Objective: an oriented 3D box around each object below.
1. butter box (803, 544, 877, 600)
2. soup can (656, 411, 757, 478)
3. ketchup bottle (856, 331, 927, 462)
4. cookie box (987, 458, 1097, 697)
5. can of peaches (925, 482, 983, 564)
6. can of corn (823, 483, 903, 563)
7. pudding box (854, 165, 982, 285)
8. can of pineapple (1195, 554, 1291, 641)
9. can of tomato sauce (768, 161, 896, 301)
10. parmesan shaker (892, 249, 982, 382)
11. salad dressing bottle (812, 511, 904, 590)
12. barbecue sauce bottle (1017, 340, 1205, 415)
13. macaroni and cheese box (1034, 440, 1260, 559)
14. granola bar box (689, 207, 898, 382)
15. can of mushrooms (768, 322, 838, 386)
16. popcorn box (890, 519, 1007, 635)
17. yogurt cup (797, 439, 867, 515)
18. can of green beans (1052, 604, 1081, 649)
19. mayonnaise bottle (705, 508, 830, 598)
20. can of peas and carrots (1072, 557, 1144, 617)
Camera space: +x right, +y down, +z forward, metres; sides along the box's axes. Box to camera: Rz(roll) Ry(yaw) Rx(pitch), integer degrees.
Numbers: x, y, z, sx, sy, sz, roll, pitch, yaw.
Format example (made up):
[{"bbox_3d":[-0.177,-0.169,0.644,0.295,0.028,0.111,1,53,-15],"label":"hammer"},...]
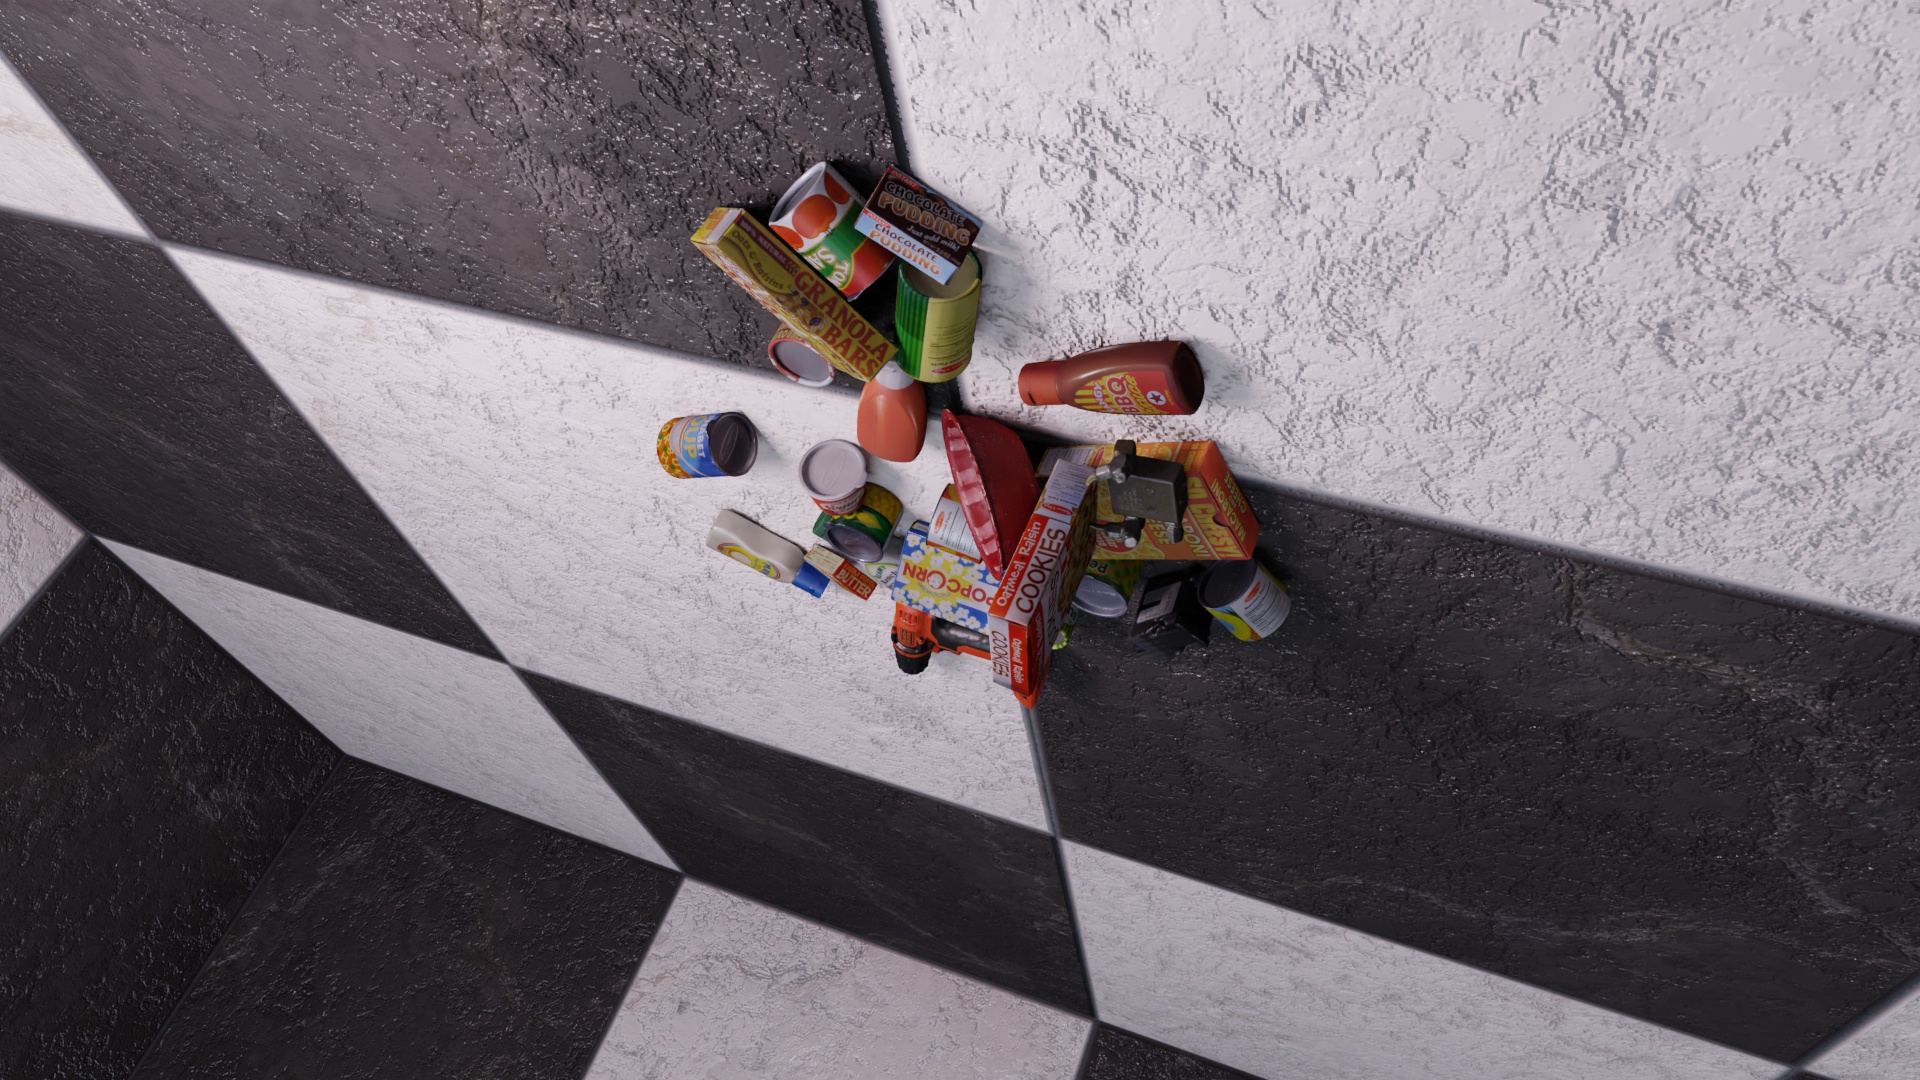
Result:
[{"bbox_3d":[-0.135,0.035,1.552,0.053,0.024,0.103,39,172,-25],"label":"butter box"},{"bbox_3d":[-0.262,-0.098,1.424,0.083,0.072,0.071,-1,142,38],"label":"soup can"},{"bbox_3d":[-0.060,-0.128,1.247,0.065,0.044,0.148,20,151,6],"label":"ketchup bottle"},{"bbox_3d":[0.074,0.033,1.200,0.040,0.168,0.122,17,150,15],"label":"cookie box"},{"bbox_3d":[0.005,-0.017,1.363,0.058,0.071,0.071,20,151,7],"label":"can of peaches"},{"bbox_3d":[-0.101,-0.020,1.441,0.071,0.058,0.070,18,151,11],"label":"can of corn"},{"bbox_3d":[-0.031,-0.236,1.041,0.083,0.050,0.030,31,151,-11],"label":"pudding box"},{"bbox_3d":[0.261,0.051,1.281,0.057,0.071,0.071,41,147,-28],"label":"can of pineapple"},{"bbox_3d":[-0.097,-0.237,1.067,0.083,0.071,0.071,41,147,-26],"label":"can of tomato sauce"},{"bbox_3d":[-0.017,-0.184,1.105,0.071,0.071,0.102,21,150,7],"label":"parmesan shaker"},{"bbox_3d":[-0.090,0.014,1.504,0.147,0.044,0.064,32,145,-14],"label":"salad dressing bottle"},{"bbox_3d":[0.117,-0.128,1.115,0.148,0.044,0.064,2,144,35],"label":"barbecue sauce bottle"},{"bbox_3d":[0.166,-0.033,1.238,0.166,0.040,0.123,0,142,37],"label":"macaroni and cheese box"},{"bbox_3d":[-0.138,-0.201,1.130,0.165,0.039,0.124,40,178,-23],"label":"granola bar box"},{"bbox_3d":[-0.138,-0.172,1.245,0.071,0.033,0.070,19,151,11],"label":"can of mushrooms"},{"bbox_3d":[-0.003,0.040,1.447,0.127,0.038,0.084,20,115,9],"label":"popcorn box"},{"bbox_3d":[-0.125,-0.060,1.390,0.072,0.072,0.053,17,158,13],"label":"yogurt cup"},{"bbox_3d":[0.091,0.073,1.451,0.071,0.058,0.071,18,150,11],"label":"can of green beans"},{"bbox_3d":[-0.220,0.018,1.611,0.148,0.041,0.064,28,151,-6],"label":"mayonnaise bottle"},{"bbox_3d":[0.138,0.031,1.346,0.071,0.059,0.070,18,150,11],"label":"can of peas and carrots"}]
